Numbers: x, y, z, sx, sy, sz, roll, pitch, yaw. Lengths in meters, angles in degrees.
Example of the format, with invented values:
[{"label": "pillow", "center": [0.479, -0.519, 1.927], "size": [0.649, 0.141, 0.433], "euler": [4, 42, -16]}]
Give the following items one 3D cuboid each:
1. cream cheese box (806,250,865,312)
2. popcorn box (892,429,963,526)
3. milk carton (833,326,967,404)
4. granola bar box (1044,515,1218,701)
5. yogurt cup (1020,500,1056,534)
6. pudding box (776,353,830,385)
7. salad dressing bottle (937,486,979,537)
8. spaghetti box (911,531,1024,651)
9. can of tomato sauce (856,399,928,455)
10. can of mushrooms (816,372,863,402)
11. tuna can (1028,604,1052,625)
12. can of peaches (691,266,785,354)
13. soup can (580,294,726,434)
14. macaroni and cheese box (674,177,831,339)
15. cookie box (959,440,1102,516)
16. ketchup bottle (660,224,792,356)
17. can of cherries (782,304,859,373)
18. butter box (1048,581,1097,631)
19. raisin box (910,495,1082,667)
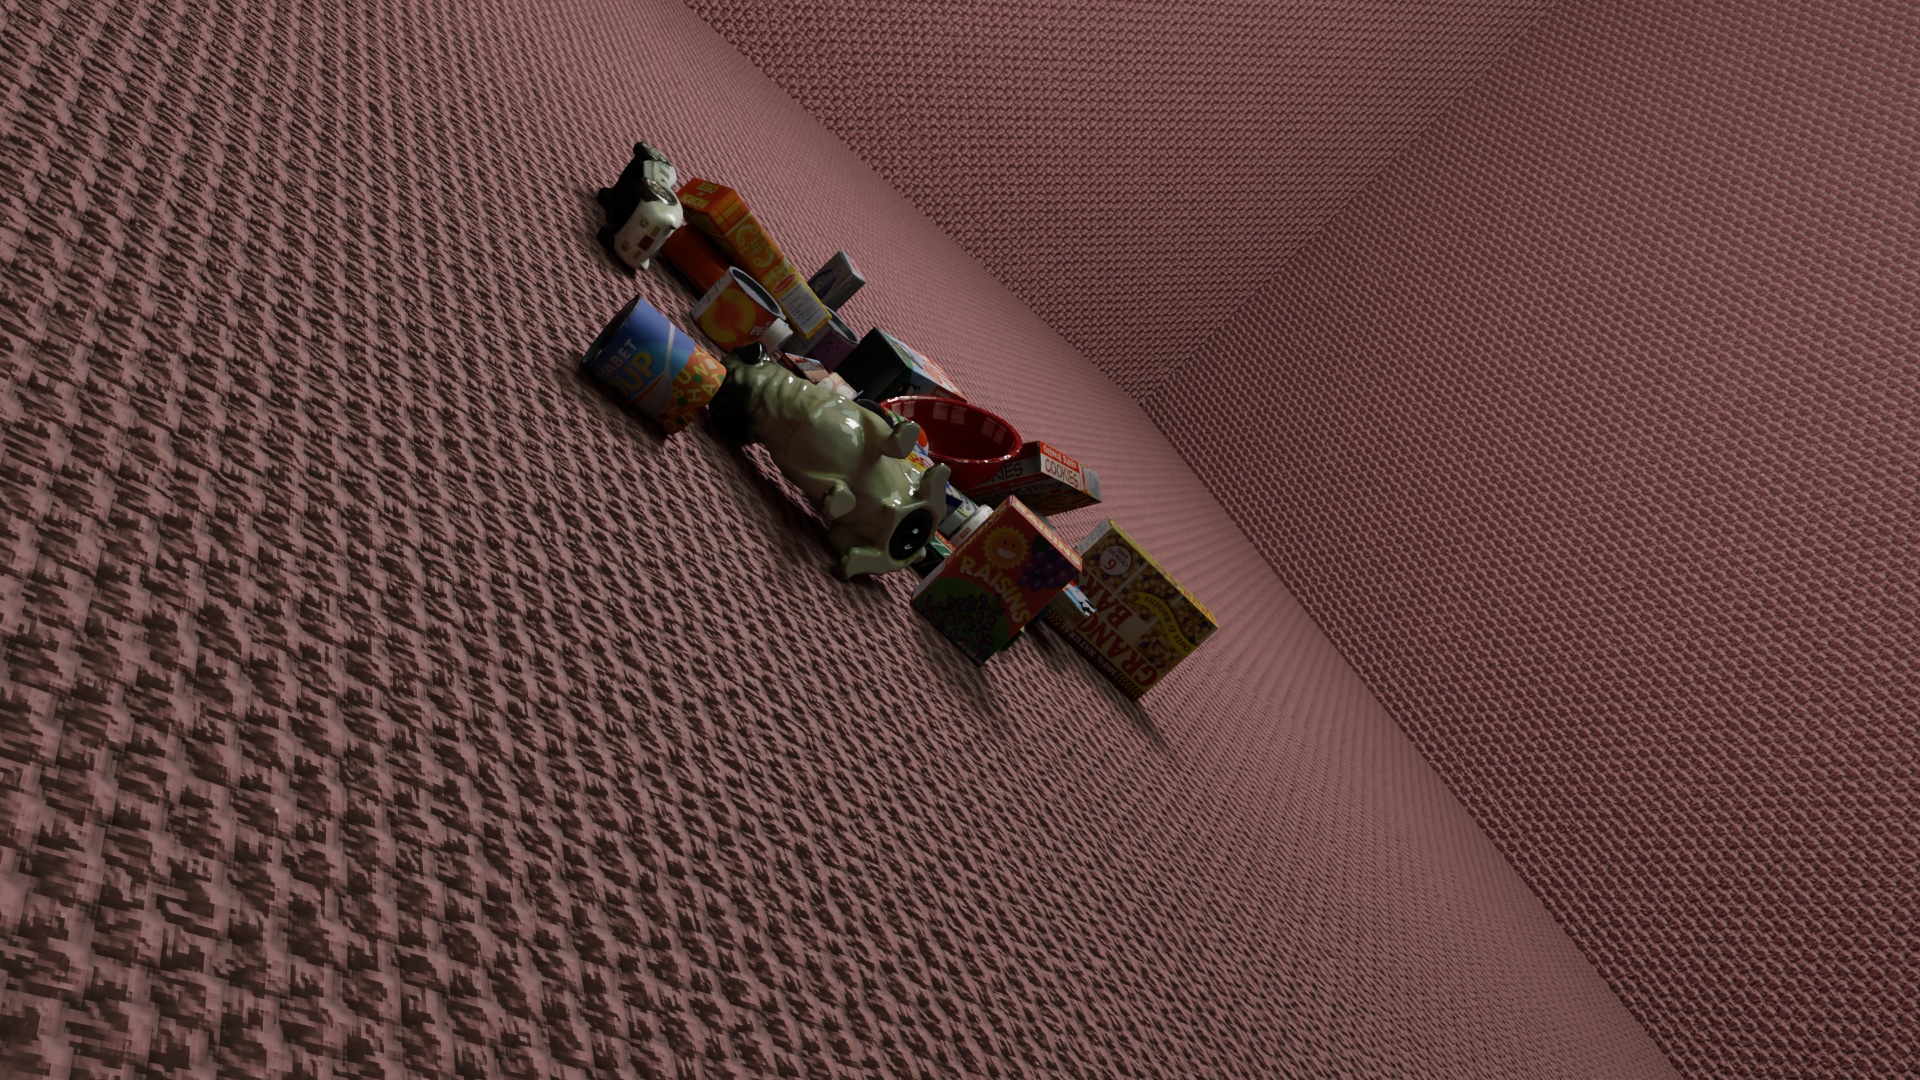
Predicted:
[{"label": "cream cheese box", "center": [-0.156, -0.271, 1.549], "size": [0.024, 0.103, 0.053], "euler": [38, 16, -42]}, {"label": "popcorn box", "center": [-0.061, -0.064, 1.245], "size": [0.085, 0.038, 0.126], "euler": [53, 16, 27]}, {"label": "milk carton", "center": [-0.059, -0.175, 1.623], "size": [0.072, 0.073, 0.190], "euler": [52, 15, 25]}, {"label": "granola bar box", "center": [0.172, 0.075, 1.476], "size": [0.165, 0.124, 0.039], "euler": [42, 14, -13]}, {"label": "yogurt cup", "center": [0.070, -0.008, 1.562], "size": [0.072, 0.054, 0.072], "euler": [42, 14, -13]}, {"label": "pudding box", "center": [-0.153, -0.157, 1.387], "size": [0.050, 0.030, 0.084], "euler": [48, 14, 12]}, {"label": "salad dressing bottle", "center": [0.005, -0.018, 1.421], "size": [0.147, 0.044, 0.064], "euler": [35, 19, -38]}, {"label": "spaghetti box", "center": [-0.038, 0.003, 1.270], "size": [0.250, 0.028, 0.050], "euler": [44, 14, -9]}, {"label": "can of tomato sauce", "center": [-0.077, -0.097, 1.352], "size": [0.071, 0.071, 0.083], "euler": [52, 14, 24]}, {"label": "can of mushrooms", "center": [-0.125, -0.124, 1.287], "size": [0.033, 0.071, 0.071], "euler": [44, 14, -1]}, {"label": "tuna can", "center": [0.068, 0.054, 1.421], "size": [0.071, 0.032, 0.071], "euler": [42, 14, -13]}, {"label": "can of peaches", "center": [-0.212, -0.216, 1.324], "size": [0.071, 0.058, 0.071], "euler": [43, 13, -12]}, {"label": "soup can", "center": [-0.225, -0.126, 1.019], "size": [0.083, 0.071, 0.071], "euler": [40, 14, -22]}, {"label": "macaroni and cheese box", "center": [-0.215, -0.289, 1.421], "size": [0.166, 0.040, 0.124], "euler": [51, -10, -33]}, {"label": "cookie box", "center": [0.071, -0.064, 1.580], "size": [0.167, 0.123, 0.040], "euler": [21, 59, -59]}, {"label": "ketchup bottle", "center": [-0.232, -0.249, 1.390], "size": [0.149, 0.043, 0.065], "euler": [45, 6, -4]}, {"label": "can of cherries", "center": [-0.150, -0.213, 1.495], "size": [0.071, 0.058, 0.072], "euler": [42, 13, -12]}, {"label": "butter box", "center": [0.092, 0.043, 1.398], "size": [0.103, 0.024, 0.053], "euler": [49, 15, 8]}, {"label": "raisin box", "center": [0.031, 0.034, 1.182], "size": [0.086, 0.123, 0.040], "euler": [44, 14, -8]}]
